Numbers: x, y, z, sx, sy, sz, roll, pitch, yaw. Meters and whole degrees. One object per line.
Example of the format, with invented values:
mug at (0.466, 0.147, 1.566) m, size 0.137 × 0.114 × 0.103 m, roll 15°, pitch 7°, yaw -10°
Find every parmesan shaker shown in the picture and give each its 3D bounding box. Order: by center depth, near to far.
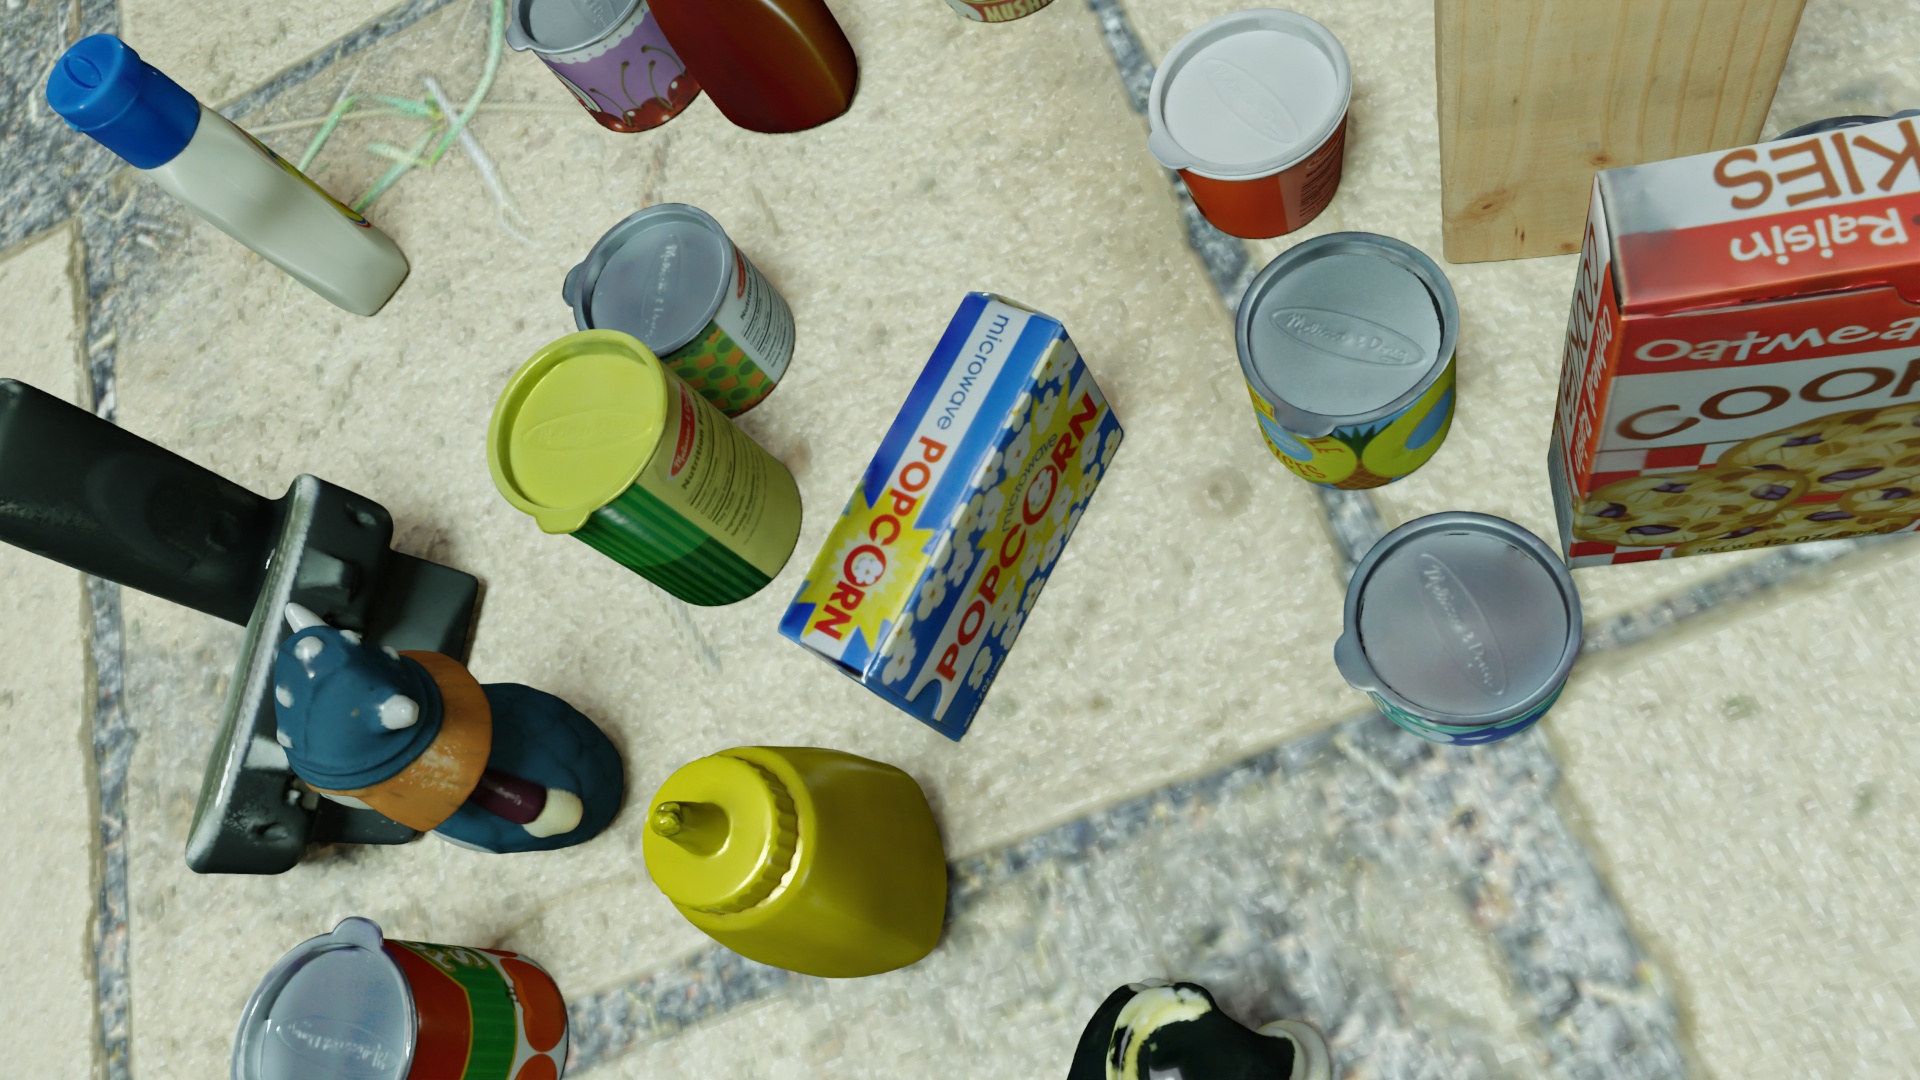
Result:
parmesan shaker at (-0.107, -0.019, 0.487) m, size 0.071 × 0.103 × 0.071 m, roll -7°, pitch 68°, yaw 17°

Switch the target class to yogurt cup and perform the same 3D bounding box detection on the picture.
yogurt cup at (0.104, -0.143, 0.489) m, size 0.072 × 0.054 × 0.072 m, roll -7°, pitch 68°, yaw 17°

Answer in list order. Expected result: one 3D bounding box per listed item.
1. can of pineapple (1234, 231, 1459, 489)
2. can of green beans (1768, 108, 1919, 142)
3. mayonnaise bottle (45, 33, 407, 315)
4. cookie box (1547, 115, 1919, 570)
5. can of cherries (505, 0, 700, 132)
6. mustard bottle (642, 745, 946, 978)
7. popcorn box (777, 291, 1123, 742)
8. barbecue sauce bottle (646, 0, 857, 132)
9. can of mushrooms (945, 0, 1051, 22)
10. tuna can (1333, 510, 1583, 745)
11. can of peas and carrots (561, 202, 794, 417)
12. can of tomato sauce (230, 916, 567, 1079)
can of pineapple at (0.124, -0.055, 0.446) m, size 0.071 × 0.057 × 0.071 m, roll -7°, pitch 68°, yaw 17°
can of green beans at (0.257, -0.080, 0.409) m, size 0.071 × 0.057 × 0.071 m, roll -7°, pitch 68°, yaw 17°
mayonnaise bottle at (-0.302, -0.150, 0.580) m, size 0.065 × 0.147 × 0.041 m, roll 35°, pitch 85°, yaw 27°
cookie box at (0.219, -0.042, 0.346) m, size 0.123 × 0.167 × 0.040 m, roll -7°, pitch 68°, yaw 17°
can of cherries at (-0.153, -0.220, 0.606) m, size 0.071 × 0.058 × 0.072 m, roll -7°, pitch 68°, yaw 17°
mustard bottle at (-0.049, 0.088, 0.393) m, size 0.049 × 0.160 × 0.065 m, roll -13°, pitch 67°, yaw 15°
popcorn box at (0.002, -0.006, 0.454) m, size 0.038 × 0.085 × 0.127 m, roll 24°, pitch 80°, yaw 25°
barbecue sauce bottle at (-0.095, -0.217, 0.533) m, size 0.065 × 0.148 × 0.044 m, roll 0°, pitch 71°, yaw 20°
can of mushrooms at (0.017, -0.249, 0.571) m, size 0.071 × 0.033 × 0.071 m, roll -7°, pitch 68°, yaw 17°
tuna can at (0.148, 0.028, 0.419) m, size 0.071 × 0.032 × 0.071 m, roll -7°, pitch 68°, yaw 17°
can of peas and carrots at (-0.108, -0.086, 0.538) m, size 0.071 × 0.058 × 0.071 m, roll -7°, pitch 68°, yaw 17°
can of tomato sauce at (-0.179, 0.163, 0.453) m, size 0.071 × 0.083 × 0.071 m, roll -7°, pitch 68°, yaw 17°
